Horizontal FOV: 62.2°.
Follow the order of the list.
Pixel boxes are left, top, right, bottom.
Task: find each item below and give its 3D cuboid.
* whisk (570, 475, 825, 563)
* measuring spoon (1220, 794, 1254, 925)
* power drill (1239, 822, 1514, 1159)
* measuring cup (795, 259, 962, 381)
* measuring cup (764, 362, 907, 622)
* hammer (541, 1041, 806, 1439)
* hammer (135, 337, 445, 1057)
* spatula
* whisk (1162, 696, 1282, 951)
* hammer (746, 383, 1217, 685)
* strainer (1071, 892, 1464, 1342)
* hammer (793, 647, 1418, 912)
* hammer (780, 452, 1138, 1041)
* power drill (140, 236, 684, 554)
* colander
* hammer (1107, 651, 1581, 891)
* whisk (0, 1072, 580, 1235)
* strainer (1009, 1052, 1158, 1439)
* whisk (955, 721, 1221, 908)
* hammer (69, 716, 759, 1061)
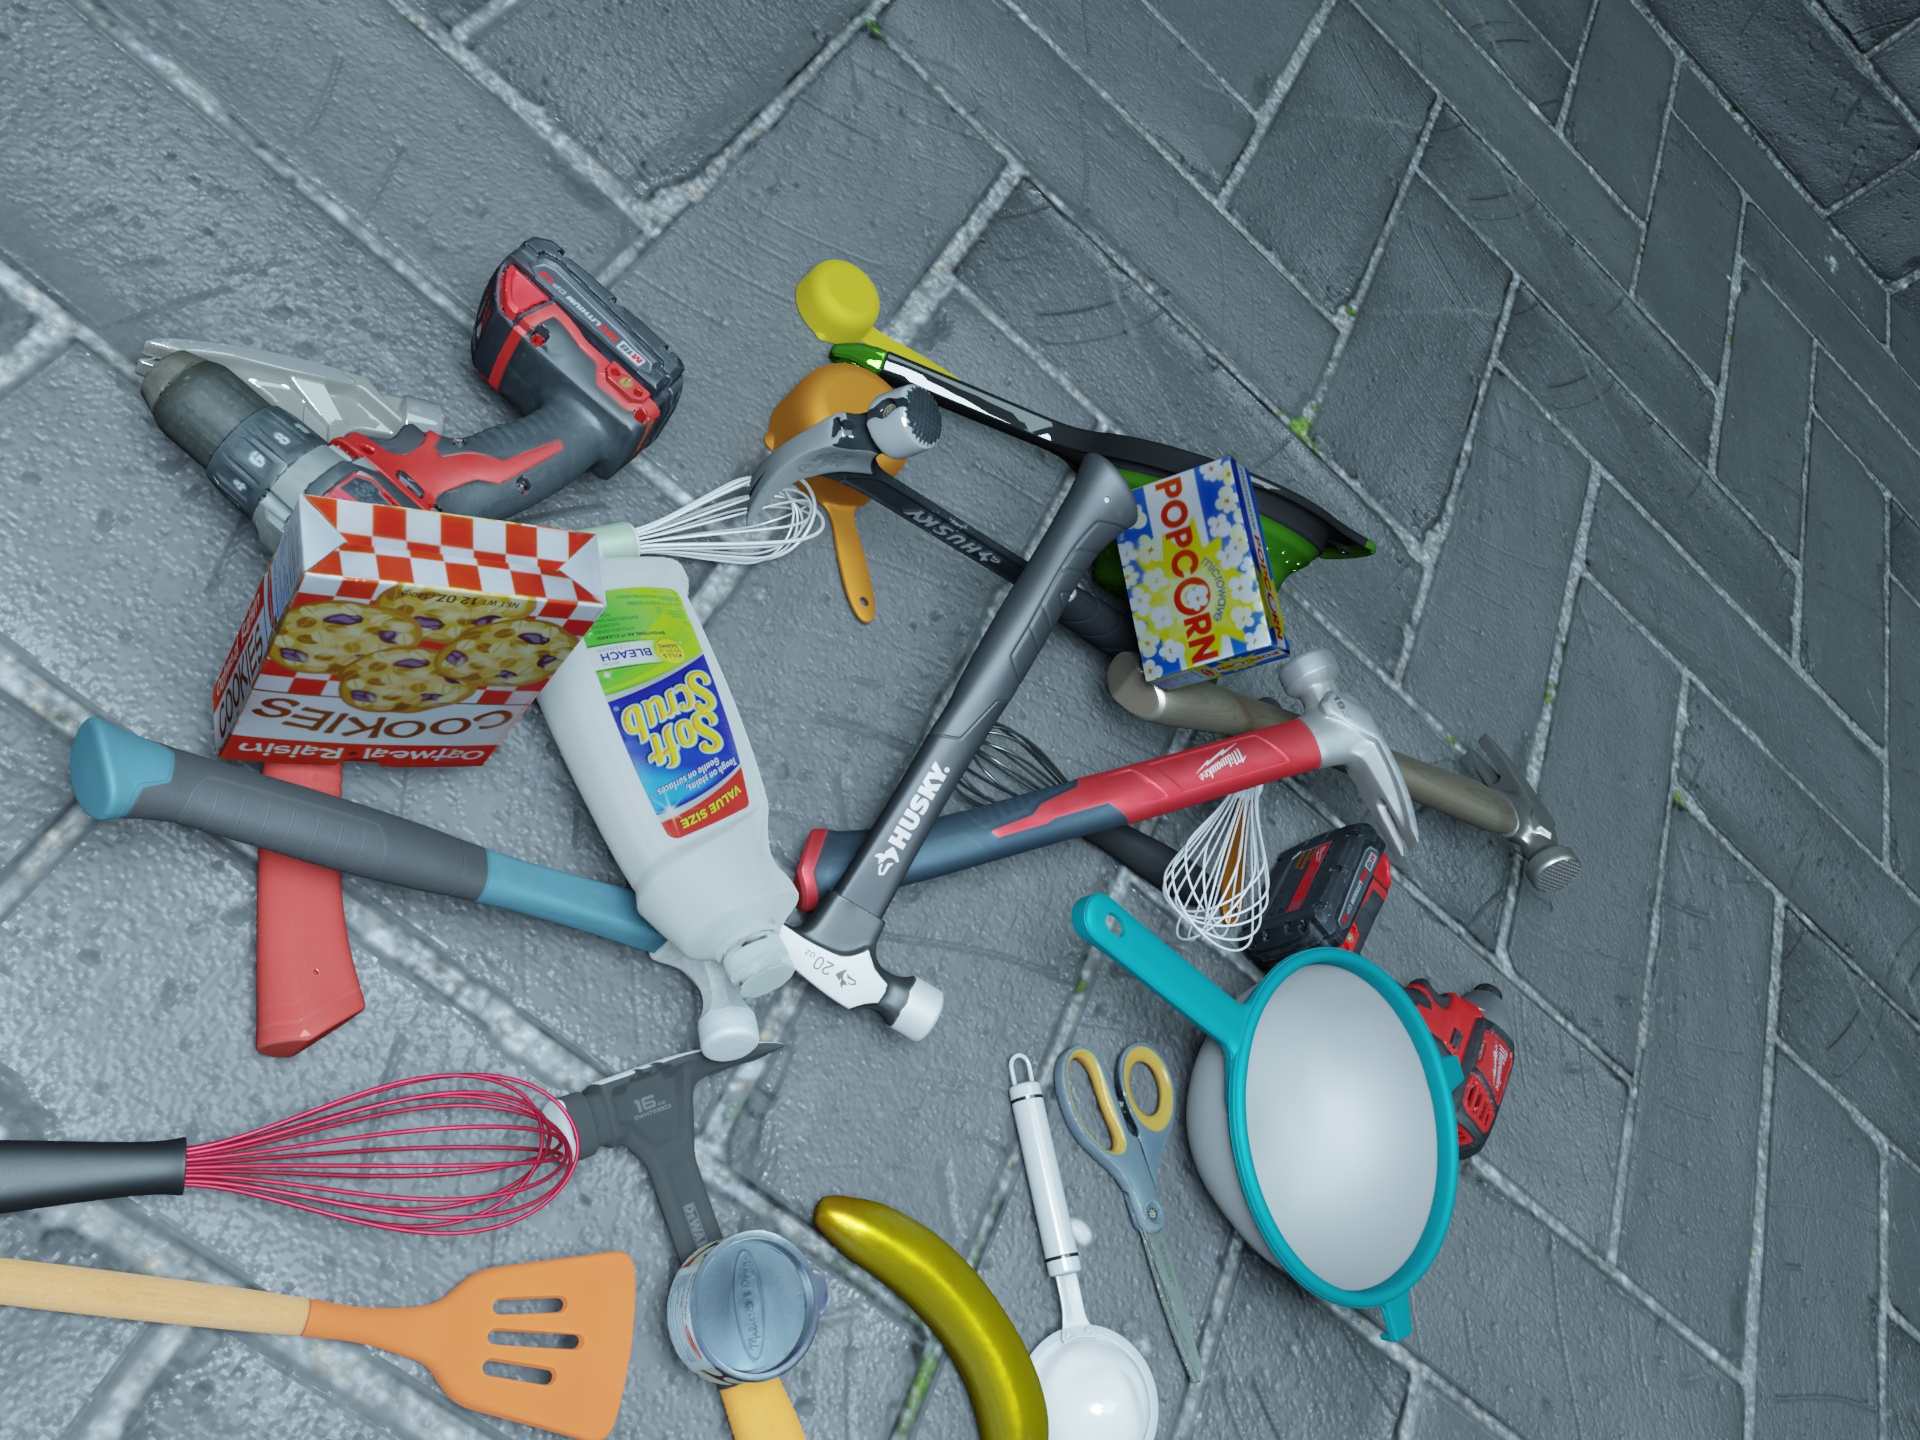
[{"bbox_3d":[-0.183,-0.103,0.915,0.246,0.057,0.059,-17,44,-37],"label":"whisk"},{"bbox_3d":[0.197,0.093,1.121,0.021,0.011,0.117,29,53,-22],"label":"measuring spoon"},{"bbox_3d":[0.307,0.185,1.117,0.219,0.078,0.143,48,48,-11],"label":"power drill"},{"bbox_3d":[-0.042,-0.267,1.111,0.156,0.029,0.062,30,53,-20],"label":"measuring cup"},{"bbox_3d":[-0.065,-0.150,1.019,0.095,0.052,0.174,3,64,-36],"label":"measuring cup"},{"bbox_3d":[-0.093,0.326,0.772,0.127,0.034,0.337,-12,75,-39],"label":"hammer"},{"bbox_3d":[-0.327,-0.020,0.770,0.149,0.036,0.359,8,63,-34],"label":"hammer"},{"bbox_3d":[-0.294,0.243,0.659,0.322,0.041,0.081,19,58,-27],"label":"spatula"},{"bbox_3d":[0.191,0.060,1.081,0.070,0.070,0.285,45,34,-10],"label":"whisk"},{"bbox_3d":[0.041,-0.086,1.002,0.408,0.149,0.036,27,59,-45],"label":"hammer"},{"bbox_3d":[0.165,0.214,0.966,0.340,0.095,0.211,40,54,-22],"label":"strainer"},{"bbox_3d":[0.089,0.062,0.949,0.386,0.038,0.143,-14,66,-20],"label":"hammer"},{"bbox_3d":[-0.001,-0.003,0.878,0.146,0.035,0.335,32,82,-13],"label":"hammer"},{"bbox_3d":[-0.271,-0.155,0.810,0.188,0.080,0.227,42,52,-7],"label":"power drill"},{"bbox_3d":[0.084,-0.149,1.104,0.397,0.204,0.094,21,90,-9],"label":"colander"},{"bbox_3d":[0.272,0.017,1.136,0.410,0.038,0.146,18,34,-29],"label":"hammer"},{"bbox_3d":[-0.306,0.187,0.670,0.295,0.073,0.073,5,65,-28],"label":"whisk"},{"bbox_3d":[0.059,0.313,0.890,0.087,0.050,0.259,-3,66,-22],"label":"strainer"},{"bbox_3d":[0.083,0.068,1.028,0.238,0.055,0.055,31,52,-26],"label":"whisk"},{"bbox_3d":[-0.237,0.069,0.740,0.330,0.033,0.128,24,35,-38],"label":"hammer"}]
